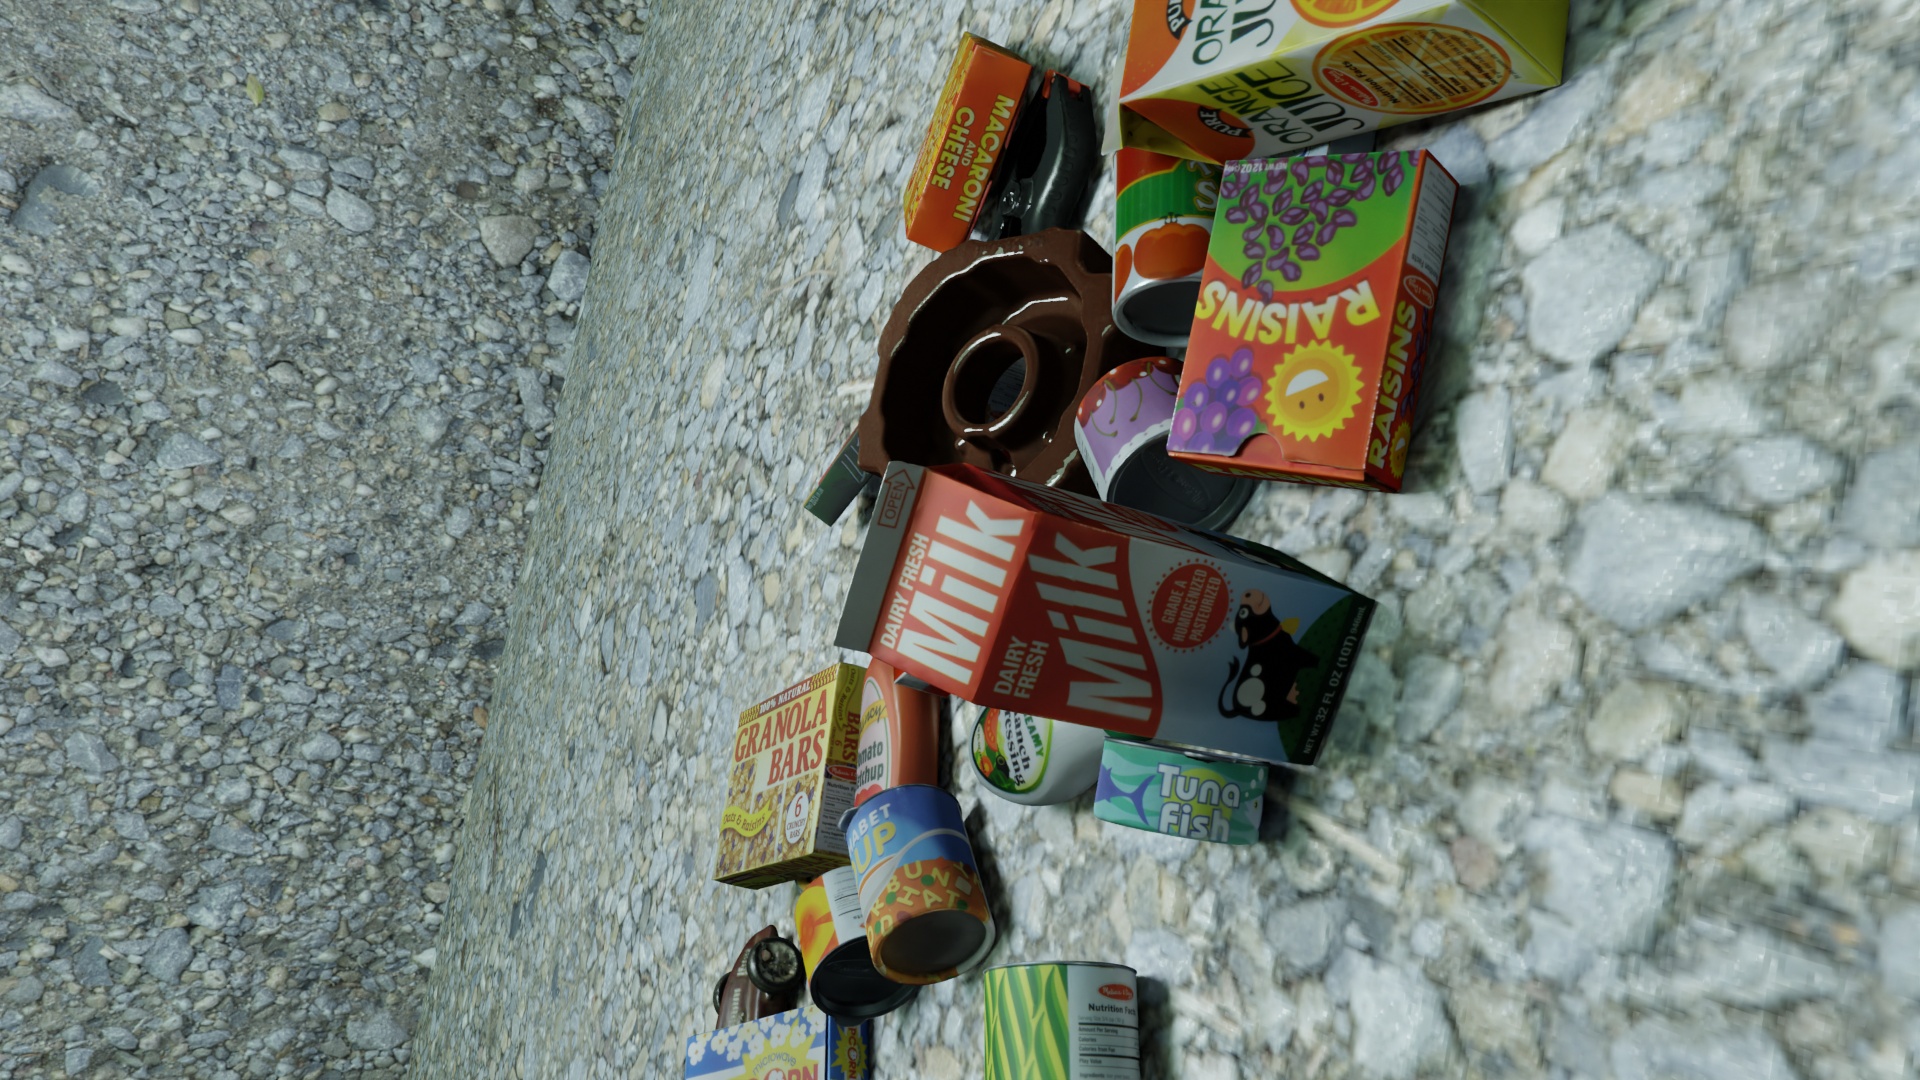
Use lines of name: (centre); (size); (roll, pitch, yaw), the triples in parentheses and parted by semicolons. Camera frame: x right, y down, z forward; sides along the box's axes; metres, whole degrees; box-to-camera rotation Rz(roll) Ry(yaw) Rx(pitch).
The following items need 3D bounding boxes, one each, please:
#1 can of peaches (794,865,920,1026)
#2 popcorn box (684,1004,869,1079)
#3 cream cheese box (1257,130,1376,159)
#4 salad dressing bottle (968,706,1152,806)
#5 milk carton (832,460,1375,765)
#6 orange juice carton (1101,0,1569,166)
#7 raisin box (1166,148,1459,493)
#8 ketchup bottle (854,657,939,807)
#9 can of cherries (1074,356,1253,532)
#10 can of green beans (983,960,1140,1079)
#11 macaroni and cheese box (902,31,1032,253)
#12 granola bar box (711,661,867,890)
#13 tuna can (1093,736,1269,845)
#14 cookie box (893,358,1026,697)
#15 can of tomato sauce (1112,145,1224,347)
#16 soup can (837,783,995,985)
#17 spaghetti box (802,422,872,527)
can of peaches: (-0.059, 0.230, 0.793); (0.071, 0.071, 0.058); (-66, 26, 22)
popcorn box: (-0.112, 0.333, 0.836); (0.126, 0.038, 0.085); (-25, 53, 31)
cream cheese box: (0.158, -0.199, 0.601); (0.053, 0.024, 0.104); (-5, 73, 66)
salad dressing bottle: (0.056, 0.085, 0.647); (0.147, 0.044, 0.064); (-35, 57, 55)
milk carton: (0.049, 0.024, 0.516); (0.073, 0.191, 0.072); (38, 112, 63)
orange juice carton: (0.130, -0.203, 0.547); (0.192, 0.073, 0.072); (1, 78, 49)
raisin box: (0.135, -0.084, 0.537); (0.086, 0.040, 0.123); (10, 86, 40)
ketchup bottle: (-0.037, 0.106, 0.838); (0.064, 0.043, 0.149); (-39, 43, 54)
can of cherries: (0.091, -0.041, 0.616); (0.071, 0.071, 0.059); (-61, 28, 31)
can of green beans: (0.043, 0.211, 0.586); (0.071, 0.071, 0.058); (-38, 45, 54)
macaroni and cheese box: (0.002, -0.261, 0.901); (0.167, 0.040, 0.123); (-98, 28, -67)
granola bar box: (-0.109, 0.161, 0.931); (0.165, 0.039, 0.124); (-30, 48, 53)
tuna can: (0.087, 0.098, 0.546); (0.071, 0.071, 0.033); (-4, 75, 65)
cookie box: (0.003, -0.010, 0.818); (0.122, 0.040, 0.168); (-48, 36, 46)
can of tomato sauce: (0.104, -0.140, 0.636); (0.071, 0.071, 0.083); (-32, 51, 57)
soup can: (-0.025, 0.182, 0.739); (0.071, 0.071, 0.084); (-62, 28, 29)
spaghetti box: (-0.053, -0.073, 0.919); (0.050, 0.028, 0.249); (-55, 6, -27)
